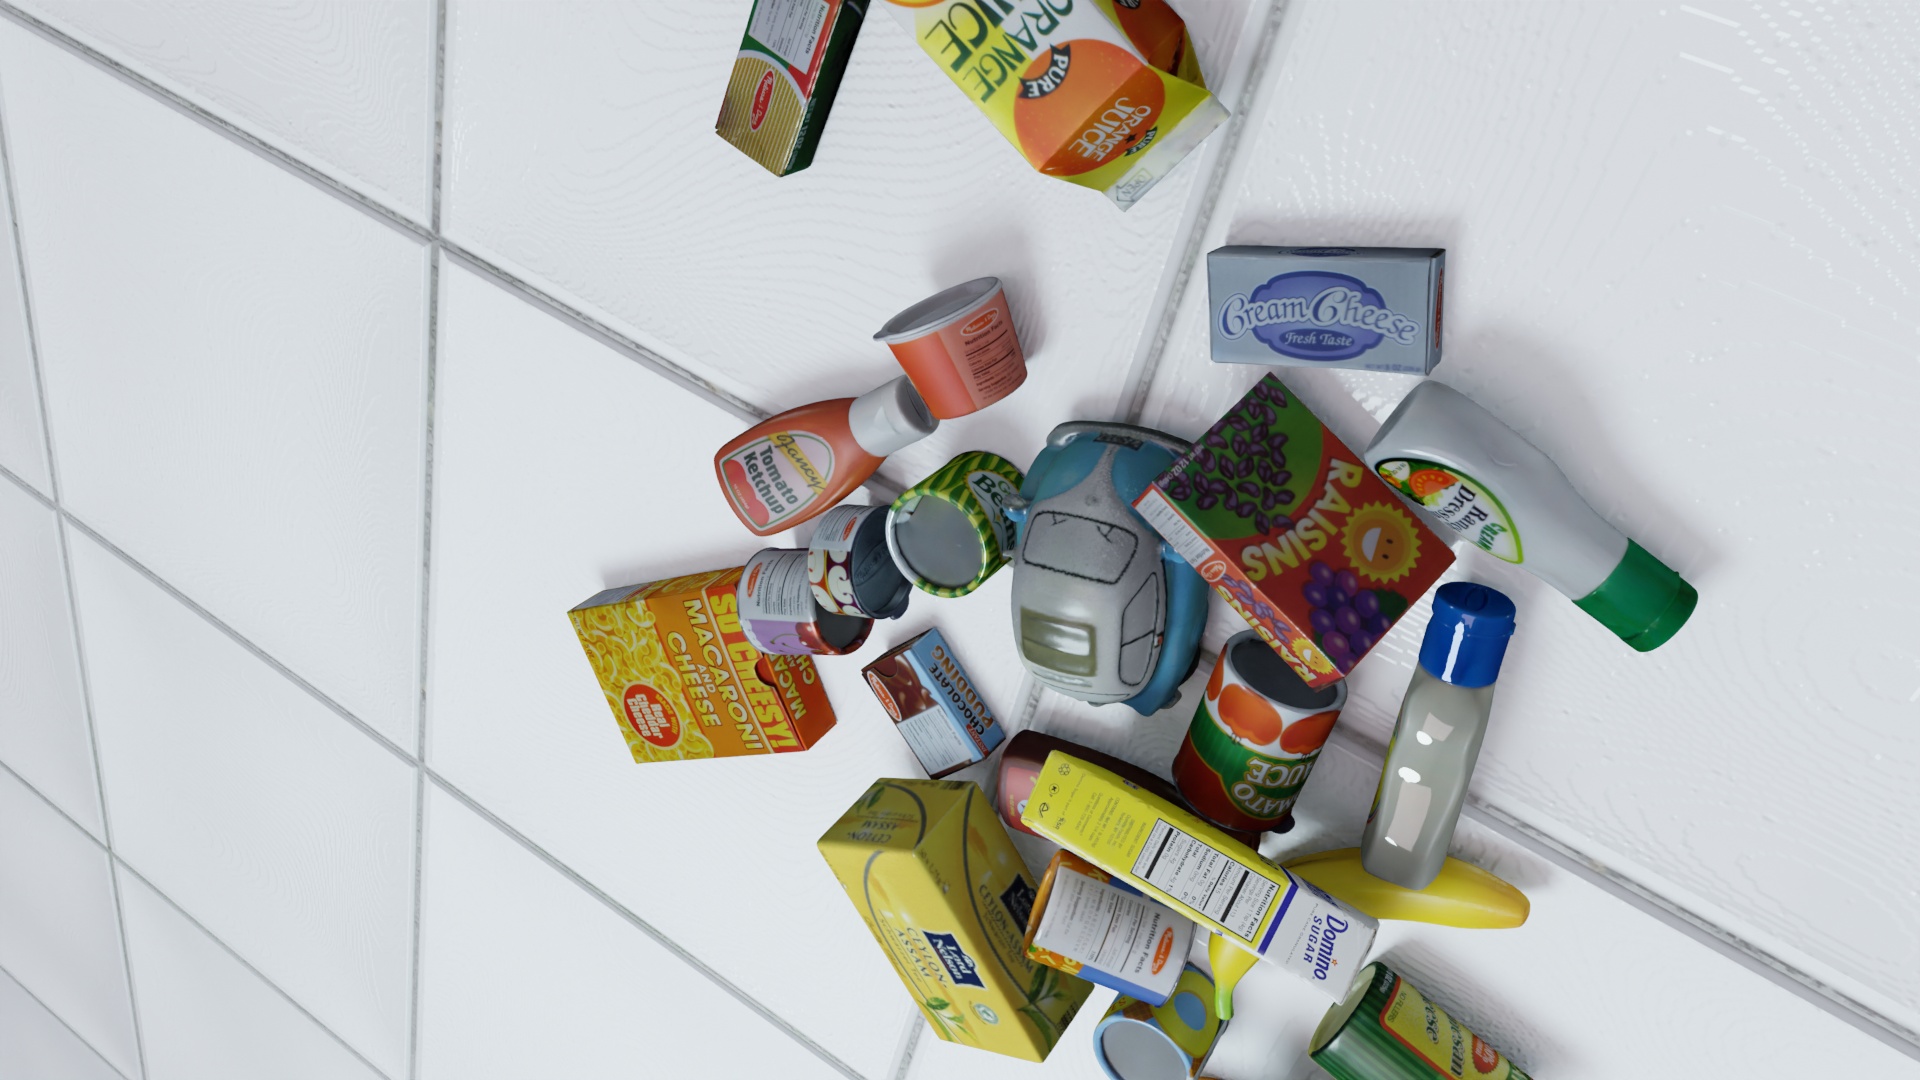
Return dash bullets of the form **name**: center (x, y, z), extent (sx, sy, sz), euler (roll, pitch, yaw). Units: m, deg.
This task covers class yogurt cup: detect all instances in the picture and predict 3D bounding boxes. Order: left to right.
- **yogurt cup**: center (0.000, -0.098, 0.718), extent (0.072, 0.073, 0.053), euler (-11, 115, 36)

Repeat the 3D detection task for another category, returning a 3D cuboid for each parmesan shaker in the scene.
- **parmesan shaker**: center (0.247, 0.285, 0.742), extent (0.103, 0.071, 0.071), euler (37, 128, 12)

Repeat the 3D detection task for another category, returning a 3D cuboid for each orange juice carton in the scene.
- **orange juice carton**: center (0.031, -0.236, 0.612), extent (0.192, 0.073, 0.071), euler (45, 129, -10)

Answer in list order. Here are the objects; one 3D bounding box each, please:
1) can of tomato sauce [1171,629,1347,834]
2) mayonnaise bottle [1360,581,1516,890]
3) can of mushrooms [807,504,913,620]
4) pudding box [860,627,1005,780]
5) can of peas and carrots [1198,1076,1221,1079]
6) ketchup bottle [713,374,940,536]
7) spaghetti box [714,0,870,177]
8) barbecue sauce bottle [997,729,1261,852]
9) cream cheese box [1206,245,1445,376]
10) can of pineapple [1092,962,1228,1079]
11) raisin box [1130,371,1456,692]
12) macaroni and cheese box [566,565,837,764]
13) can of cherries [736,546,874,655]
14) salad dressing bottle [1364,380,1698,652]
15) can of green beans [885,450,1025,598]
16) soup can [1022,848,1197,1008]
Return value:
- **can of tomato sauce**: center (0.154, 0.098, 0.712), extent (0.071, 0.071, 0.082), euler (28, 125, 19)
- **mayonnaise bottle**: center (0.229, 0.092, 0.667), extent (0.041, 0.065, 0.147), euler (17, 117, 22)
- **can of mushrooms**: center (-0.056, 0.014, 0.807), extent (0.033, 0.071, 0.070), euler (4, 115, 32)
- **pudding box**: center (-0.017, 0.100, 0.848), extent (0.049, 0.030, 0.083), euler (-31, 94, 40)
- **can of peas and carrots**: center (0.152, 0.374, 0.853), extent (0.071, 0.071, 0.058), euler (12, 118, 28)
- **ketchup bottle**: center (-0.076, -0.053, 0.802), extent (0.148, 0.044, 0.064), euler (-23, 99, 38)
- **spaghetti box**: center (-0.061, -0.298, 0.680), extent (0.050, 0.029, 0.248), euler (37, 128, 12)
- **barbecue sauce bottle**: center (0.095, 0.156, 0.794), extent (0.148, 0.044, 0.064), euler (14, 127, 27)
- **cream cheese box**: center (0.165, -0.106, 0.632), extent (0.104, 0.024, 0.053), euler (8, 116, 30)
- **can of pineapple**: center (0.119, 0.294, 0.838), extent (0.071, 0.058, 0.070), euler (15, 120, 27)
- **raisin box**: center (0.154, -0.004, 0.647), extent (0.123, 0.086, 0.040), euler (46, 163, 6)
- **macaroni and cheese box**: center (-0.177, 0.086, 0.938), extent (0.166, 0.040, 0.123), euler (-10, 108, 36)
- **can of cherries**: center (-0.091, 0.037, 0.844), extent (0.058, 0.072, 0.071), euler (-2, 112, 32)
- **salad dressing bottle**: center (0.250, -0.010, 0.608), extent (0.148, 0.044, 0.064), euler (37, 166, 5)
- **can of green beans**: center (0.001, -0.009, 0.764), extent (0.071, 0.058, 0.071), euler (14, 120, 26)
- **soup can**: center (0.086, 0.224, 0.807), extent (0.084, 0.072, 0.071), euler (21, 125, 1)
